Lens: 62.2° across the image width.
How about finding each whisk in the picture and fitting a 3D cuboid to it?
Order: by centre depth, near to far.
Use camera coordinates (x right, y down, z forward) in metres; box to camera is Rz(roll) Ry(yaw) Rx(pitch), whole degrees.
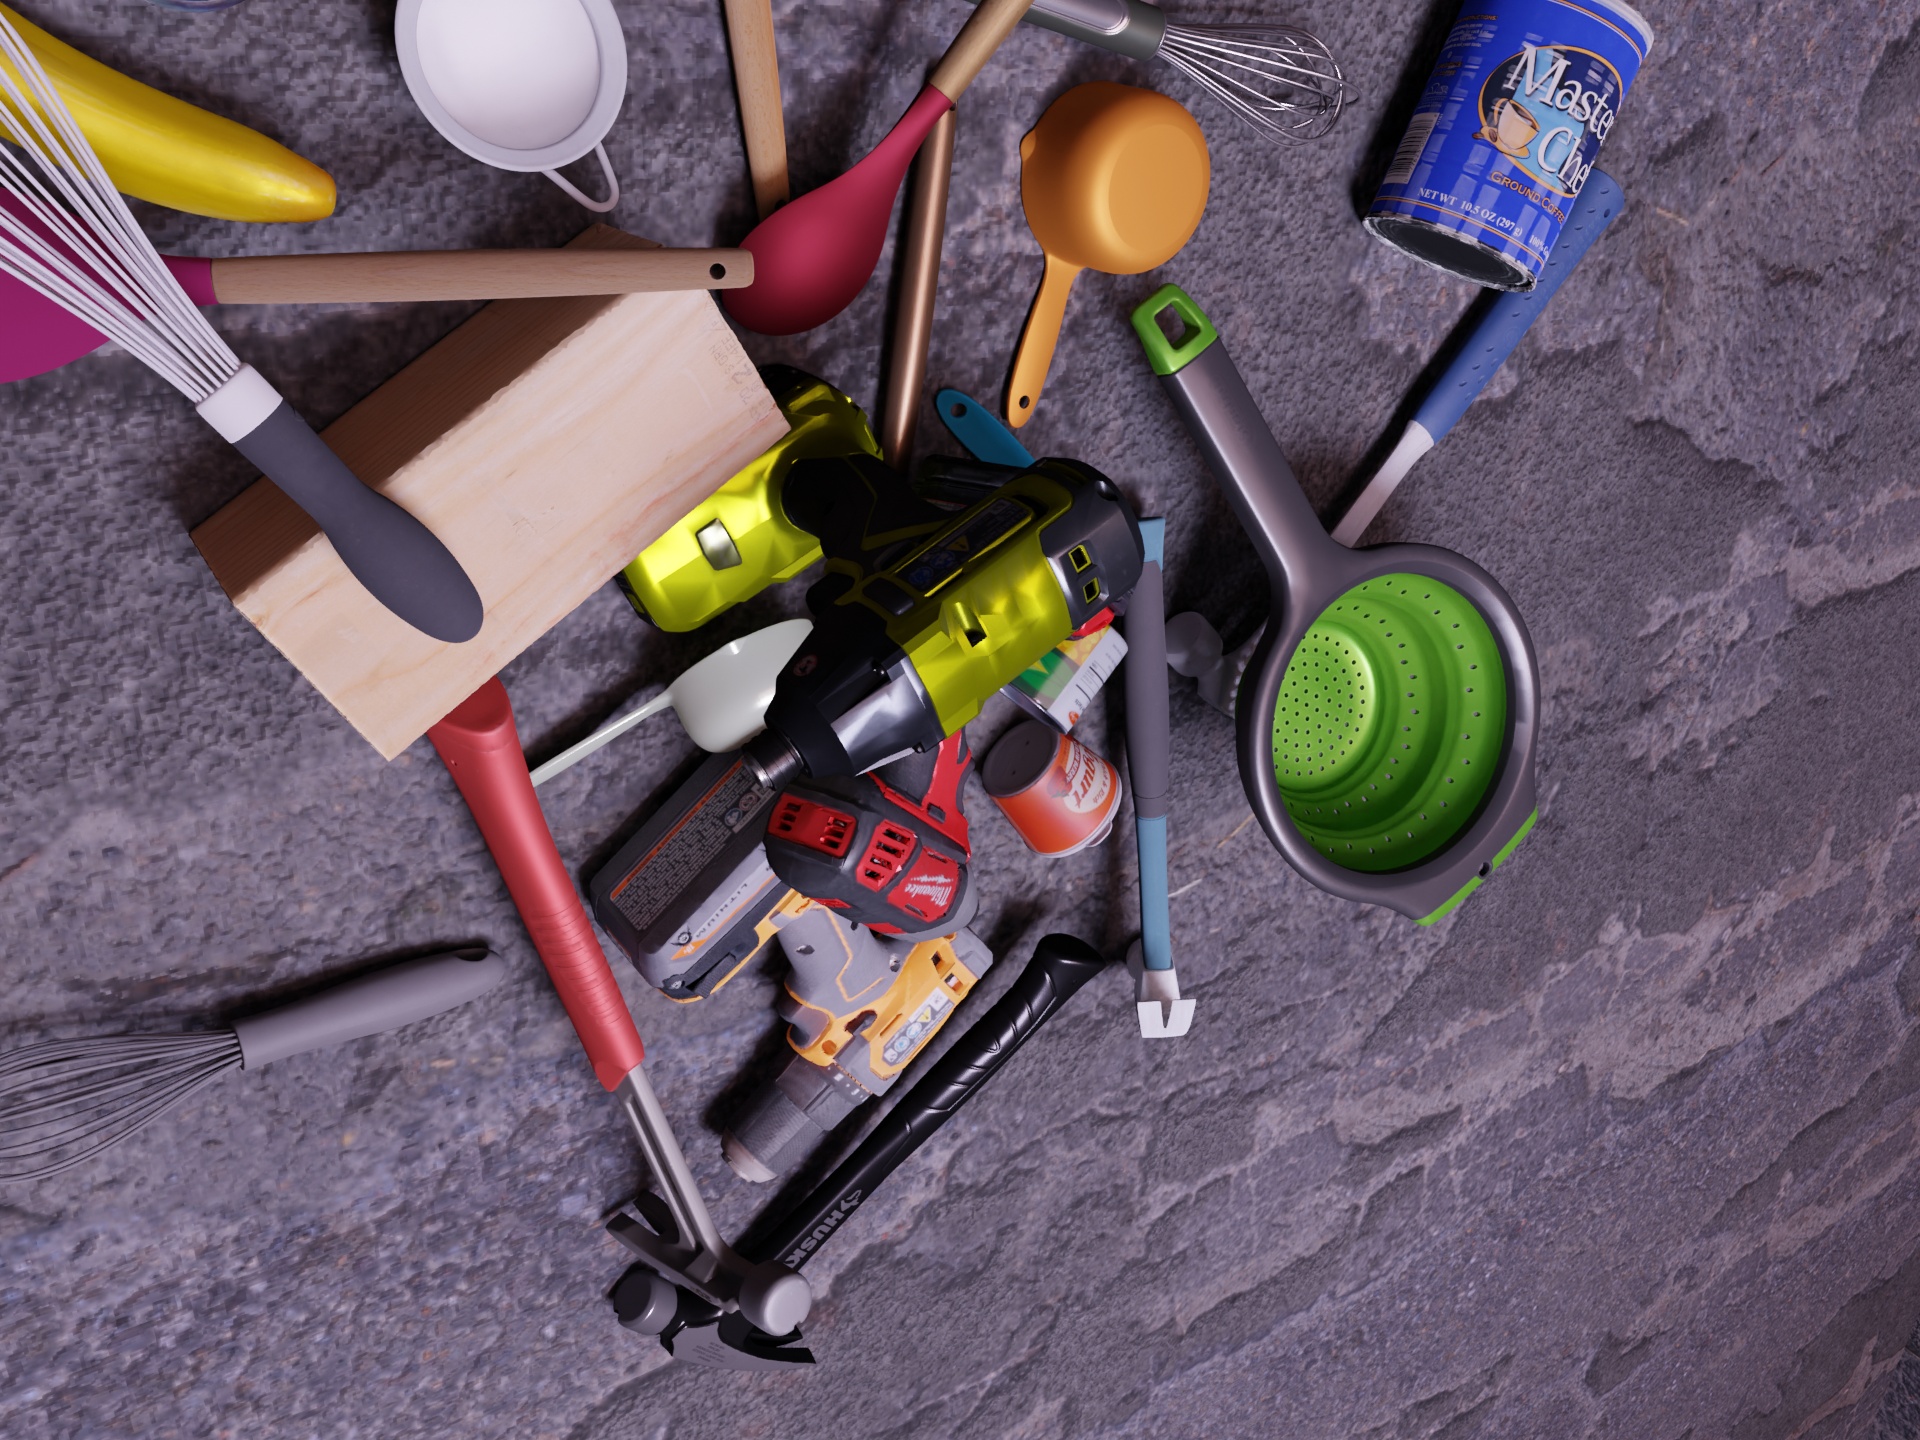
[{"bbox_3d":[-0.252,-0.125,0.501,0.070,0.070,0.284,-45,121,-9],"label":"whisk"},{"bbox_3d":[-0.311,0.141,0.689,0.239,0.055,0.055,-15,121,-36],"label":"whisk"},{"bbox_3d":[0.097,-0.325,0.759,0.246,0.059,0.058,3,99,-33],"label":"whisk"}]

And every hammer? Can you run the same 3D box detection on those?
[{"bbox_3d":[-0.177,0.136,0.754,0.037,0.149,0.358,-36,122,-35],"label":"hammer"},{"bbox_3d":[0.110,0.039,0.932,0.033,0.128,0.330,-4,112,2],"label":"hammer"},{"bbox_3d":[-0.040,0.253,0.939,0.335,0.035,0.146,-45,133,-1],"label":"hammer"},{"bbox_3d":[0.281,-0.166,0.987,0.405,0.035,0.143,-53,132,-2],"label":"hammer"}]

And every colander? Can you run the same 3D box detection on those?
[{"bbox_3d":[0.186,-0.066,0.897,0.204,0.094,0.396,-40,112,-14],"label":"colander"}]

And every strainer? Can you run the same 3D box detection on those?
[{"bbox_3d":[-0.193,-0.300,0.556,0.087,0.050,0.258,-39,125,-22],"label":"strainer"}]

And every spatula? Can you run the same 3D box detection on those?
[{"bbox_3d":[-0.020,-0.143,0.765,0.082,0.044,0.317,-16,121,-48],"label":"spatula"}]

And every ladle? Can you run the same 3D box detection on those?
[{"bbox_3d":[0.008,-0.285,0.666,0.315,0.031,0.069,-50,149,14],"label":"ladle"}]

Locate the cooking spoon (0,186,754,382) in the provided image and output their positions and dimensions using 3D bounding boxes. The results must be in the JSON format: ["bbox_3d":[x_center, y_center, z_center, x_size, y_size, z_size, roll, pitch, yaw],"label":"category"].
[{"bbox_3d":[-0.231,-0.154,0.552,0.319,0.017,0.068,-6,116,-14],"label":"cooking spoon"}]

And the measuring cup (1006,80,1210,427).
[{"bbox_3d":[0.066,-0.223,0.782,0.095,0.052,0.173,8,105,-40],"label":"measuring cup"}]

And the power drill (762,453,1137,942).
[{"bbox_3d":[-0.001,-0.002,0.757,0.143,0.079,0.220,38,71,-53],"label":"power drill"}]

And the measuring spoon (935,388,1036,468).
[{"bbox_3d":[0.030,-0.134,0.829,0.042,0.021,0.128,-40,126,16],"label":"measuring spoon"}]

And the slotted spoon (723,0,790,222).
[{"bbox_3d":[-0.090,-0.346,0.619,0.070,0.031,0.313,-21,125,-25],"label":"slotted spoon"}]

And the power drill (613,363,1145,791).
[{"bbox_3d":[-0.056,-0.063,0.655,0.171,0.223,0.080,-38,130,-16],"label":"power drill"}]

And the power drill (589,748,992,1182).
[{"bbox_3d":[-0.096,0.137,0.831,0.185,0.084,0.226,-47,137,-8],"label":"power drill"}]

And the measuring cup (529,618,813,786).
[{"bbox_3d":[-0.135,0.009,0.741,0.167,0.083,0.038,-30,85,-7],"label":"measuring cup"}]
